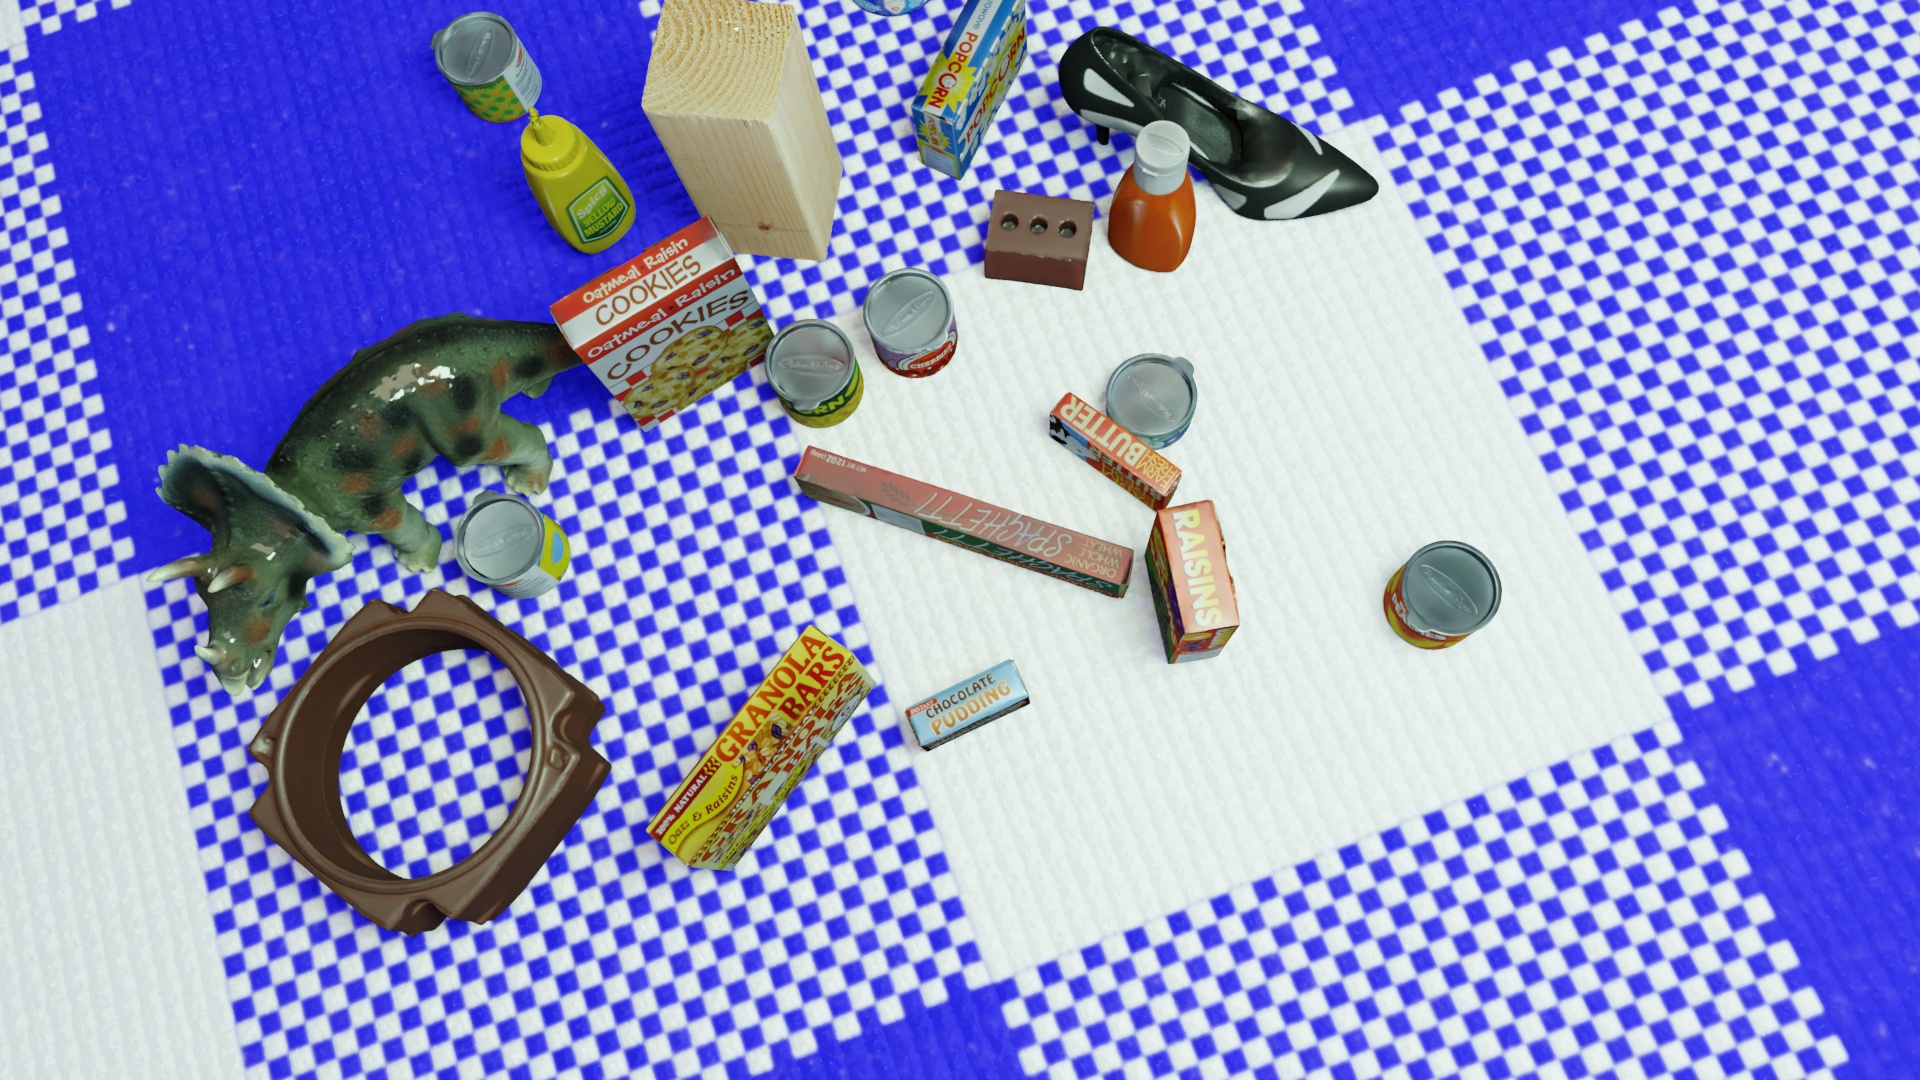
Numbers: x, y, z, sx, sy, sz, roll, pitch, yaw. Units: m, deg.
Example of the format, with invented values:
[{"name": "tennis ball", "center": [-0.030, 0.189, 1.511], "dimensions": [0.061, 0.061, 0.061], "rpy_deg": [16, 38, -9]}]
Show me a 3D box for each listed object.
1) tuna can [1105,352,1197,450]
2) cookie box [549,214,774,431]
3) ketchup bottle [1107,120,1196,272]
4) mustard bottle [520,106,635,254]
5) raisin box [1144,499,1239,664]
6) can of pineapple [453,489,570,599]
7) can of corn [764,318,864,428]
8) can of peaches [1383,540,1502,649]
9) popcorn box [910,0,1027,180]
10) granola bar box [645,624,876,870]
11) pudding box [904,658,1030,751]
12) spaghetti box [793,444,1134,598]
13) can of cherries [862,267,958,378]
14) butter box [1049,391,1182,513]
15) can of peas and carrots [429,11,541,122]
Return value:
[{"name": "tuna can", "center": [0.141, -0.103, 1.020], "dimensions": [0.071, 0.032, 0.071], "rpy_deg": [-1, 75, 3]}, {"name": "cookie box", "center": [-0.204, -0.150, 0.985], "dimensions": [0.123, 0.167, 0.040], "rpy_deg": [-32, 76, -5]}, {"name": "ketchup bottle", "center": [0.140, -0.246, 0.999], "dimensions": [0.065, 0.148, 0.043], "rpy_deg": [26, 79, 10]}, {"name": "mustard bottle", "center": [-0.290, -0.270, 1.027], "dimensions": [0.065, 0.160, 0.049], "rpy_deg": [-43, 77, -7]}, {"name": "raisin box", "center": [0.155, 0.031, 0.936], "dimensions": [0.040, 0.123, 0.086], "rpy_deg": [-10, 75, 1]}, {"name": "can of pineapple", "center": [-0.324, 0.004, 1.008], "dimensions": [0.071, 0.057, 0.071], "rpy_deg": [-1, 75, 4]}, {"name": "can of corn", "center": [-0.107, -0.120, 1.027], "dimensions": [0.071, 0.058, 0.071], "rpy_deg": [-1, 75, 4]}, {"name": "can of peaches", "center": [0.329, 0.040, 0.957], "dimensions": [0.071, 0.058, 0.071], "rpy_deg": [-1, 75, 4]}, {"name": "popcorn box", "center": [0.009, -0.355, 1.069], "dimensions": [0.038, 0.085, 0.127], "rpy_deg": [24, 78, 10]}, {"name": "granola bar box", "center": [-0.128, 0.140, 0.925], "dimensions": [0.039, 0.124, 0.166], "rpy_deg": [36, 80, 12]}, {"name": "pudding box", "center": [0.006, 0.114, 0.962], "dimensions": [0.084, 0.049, 0.030], "rpy_deg": [-25, 75, -3]}, {"name": "spaghetti box", "center": [0.004, -0.012, 0.996], "dimensions": [0.250, 0.050, 0.029], "rpy_deg": [18, 77, 8]}, {"name": "can of cherries", "center": [-0.035, -0.158, 1.033], "dimensions": [0.071, 0.058, 0.071], "rpy_deg": [-1, 75, 4]}, {"name": "butter box", "center": [0.111, -0.063, 1.001], "dimensions": [0.103, 0.053, 0.024], "rpy_deg": [37, 81, 12]}, {"name": "can of peas and carrots", "center": [-0.380, -0.379, 1.114], "dimensions": [0.071, 0.058, 0.071], "rpy_deg": [-1, 75, 4]}]
